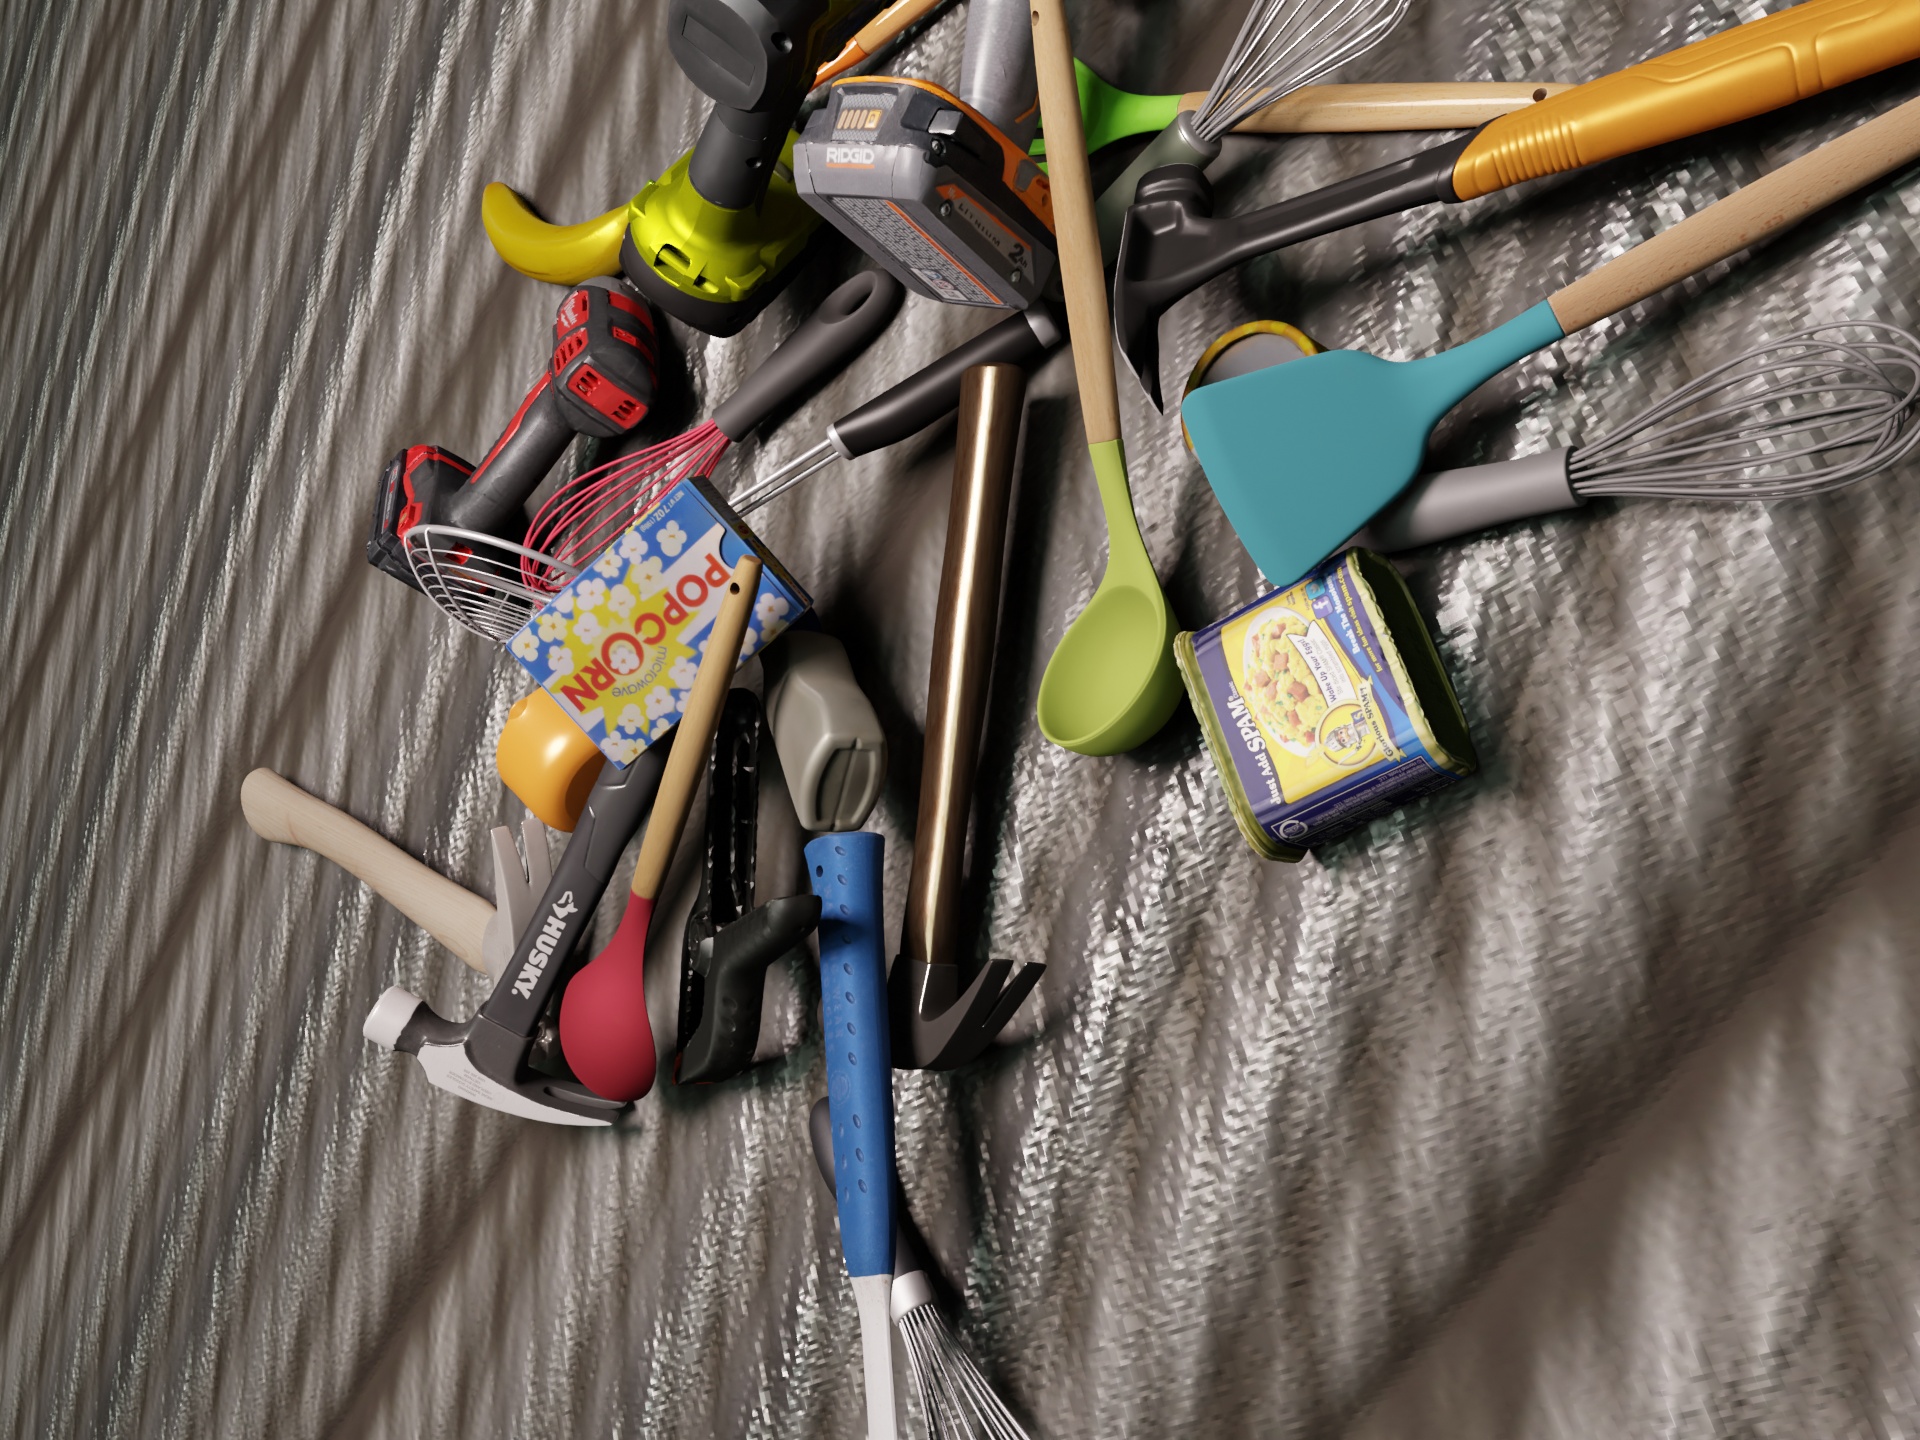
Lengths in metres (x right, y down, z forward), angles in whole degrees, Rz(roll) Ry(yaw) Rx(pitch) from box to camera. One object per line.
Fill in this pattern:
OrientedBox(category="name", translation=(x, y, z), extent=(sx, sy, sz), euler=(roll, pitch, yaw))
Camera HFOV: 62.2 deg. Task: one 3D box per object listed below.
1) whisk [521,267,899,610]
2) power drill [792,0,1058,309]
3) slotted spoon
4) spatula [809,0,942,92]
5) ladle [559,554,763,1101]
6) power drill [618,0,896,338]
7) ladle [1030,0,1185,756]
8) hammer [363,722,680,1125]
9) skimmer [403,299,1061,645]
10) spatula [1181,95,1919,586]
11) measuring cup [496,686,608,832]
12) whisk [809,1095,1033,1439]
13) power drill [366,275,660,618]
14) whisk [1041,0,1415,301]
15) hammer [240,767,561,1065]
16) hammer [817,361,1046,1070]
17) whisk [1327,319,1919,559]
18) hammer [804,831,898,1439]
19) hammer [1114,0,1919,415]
OrientedBox(category="whisk", translation=(-0.145, -0.154, 0.901), extent=(0.296, 0.073, 0.073), euler=(-37, 60, 22))
OrientedBox(category="power drill", translation=(0.009, -0.314, 0.688), extent=(0.084, 0.164, 0.226), euler=(16, 85, 35))
OrientedBox(category="slotted spoon", translation=(0.122, -0.271, 0.713), extent=(0.314, 0.031, 0.070), euler=(16, 92, 39))
OrientedBox(category="spatula", translation=(-0.029, -0.379, 0.865), extent=(0.322, 0.041, 0.081), euler=(-26, 67, 30))
OrientedBox(category="ladle", translation=(-0.146, 0.063, 0.783), extent=(0.069, 0.031, 0.315), euler=(31, 114, 24))
OrientedBox(category="power drill", translation=(-0.082, -0.313, 0.781), extent=(0.191, 0.080, 0.228), euler=(-55, 3, -32))
OrientedBox(category="ladle", translation=(0.047, -0.143, 0.669), extent=(0.078, 0.062, 0.320), euler=(9, 110, 61))
OrientedBox(category="hammer", translation=(-0.188, 0.069, 0.848), extent=(0.146, 0.035, 0.334), euler=(29, 104, -3))
OrientedBox(category="skimmer", translation=(-0.121, -0.136, 0.822), extent=(0.363, 0.127, 0.090), euler=(-28, 65, 14))
OrientedBox(category="spatula", translation=(0.235, -0.153, 0.557), extent=(0.317, 0.044, 0.082), euler=(-27, 89, 23))
OrientedBox(category="measuring cup", translation=(-0.182, -0.010, 0.898), extent=(0.173, 0.095, 0.052), euler=(-47, 59, 1))
OrientedBox(category="whisk", translation=(-0.009, 0.285, 0.702), extent=(0.070, 0.070, 0.285), euler=(-50, 50, 22))
OrientedBox(category="power drill", translation=(-0.270, -0.180, 0.987), extent=(0.219, 0.078, 0.143), euler=(-41, 37, 22))
OrientedBox(category="whisk", translation=(0.108, -0.258, 0.683), extent=(0.246, 0.057, 0.059), euler=(-36, 51, 48))
OrientedBox(category="hammer", translation=(-0.383, 0.086, 1.047), extent=(0.411, 0.038, 0.146), euler=(18, 113, 43))
OrientedBox(category="hammer", translation=(-0.001, -0.002, 0.741), extent=(0.130, 0.031, 0.331), euler=(4, 86, 52))
OrientedBox(category="whisk", translation=(0.223, -0.092, 0.581), extent=(0.239, 0.055, 0.055), euler=(-10, 76, 43))
OrientedBox(category="hammer", translation=(-0.032, 0.245, 0.670), extent=(0.144, 0.035, 0.406), euler=(-30, 59, 49))
OrientedBox(category="hammer", translation=(0.212, -0.208, 0.578), extent=(0.337, 0.034, 0.127), euler=(-12, 48, 29))
